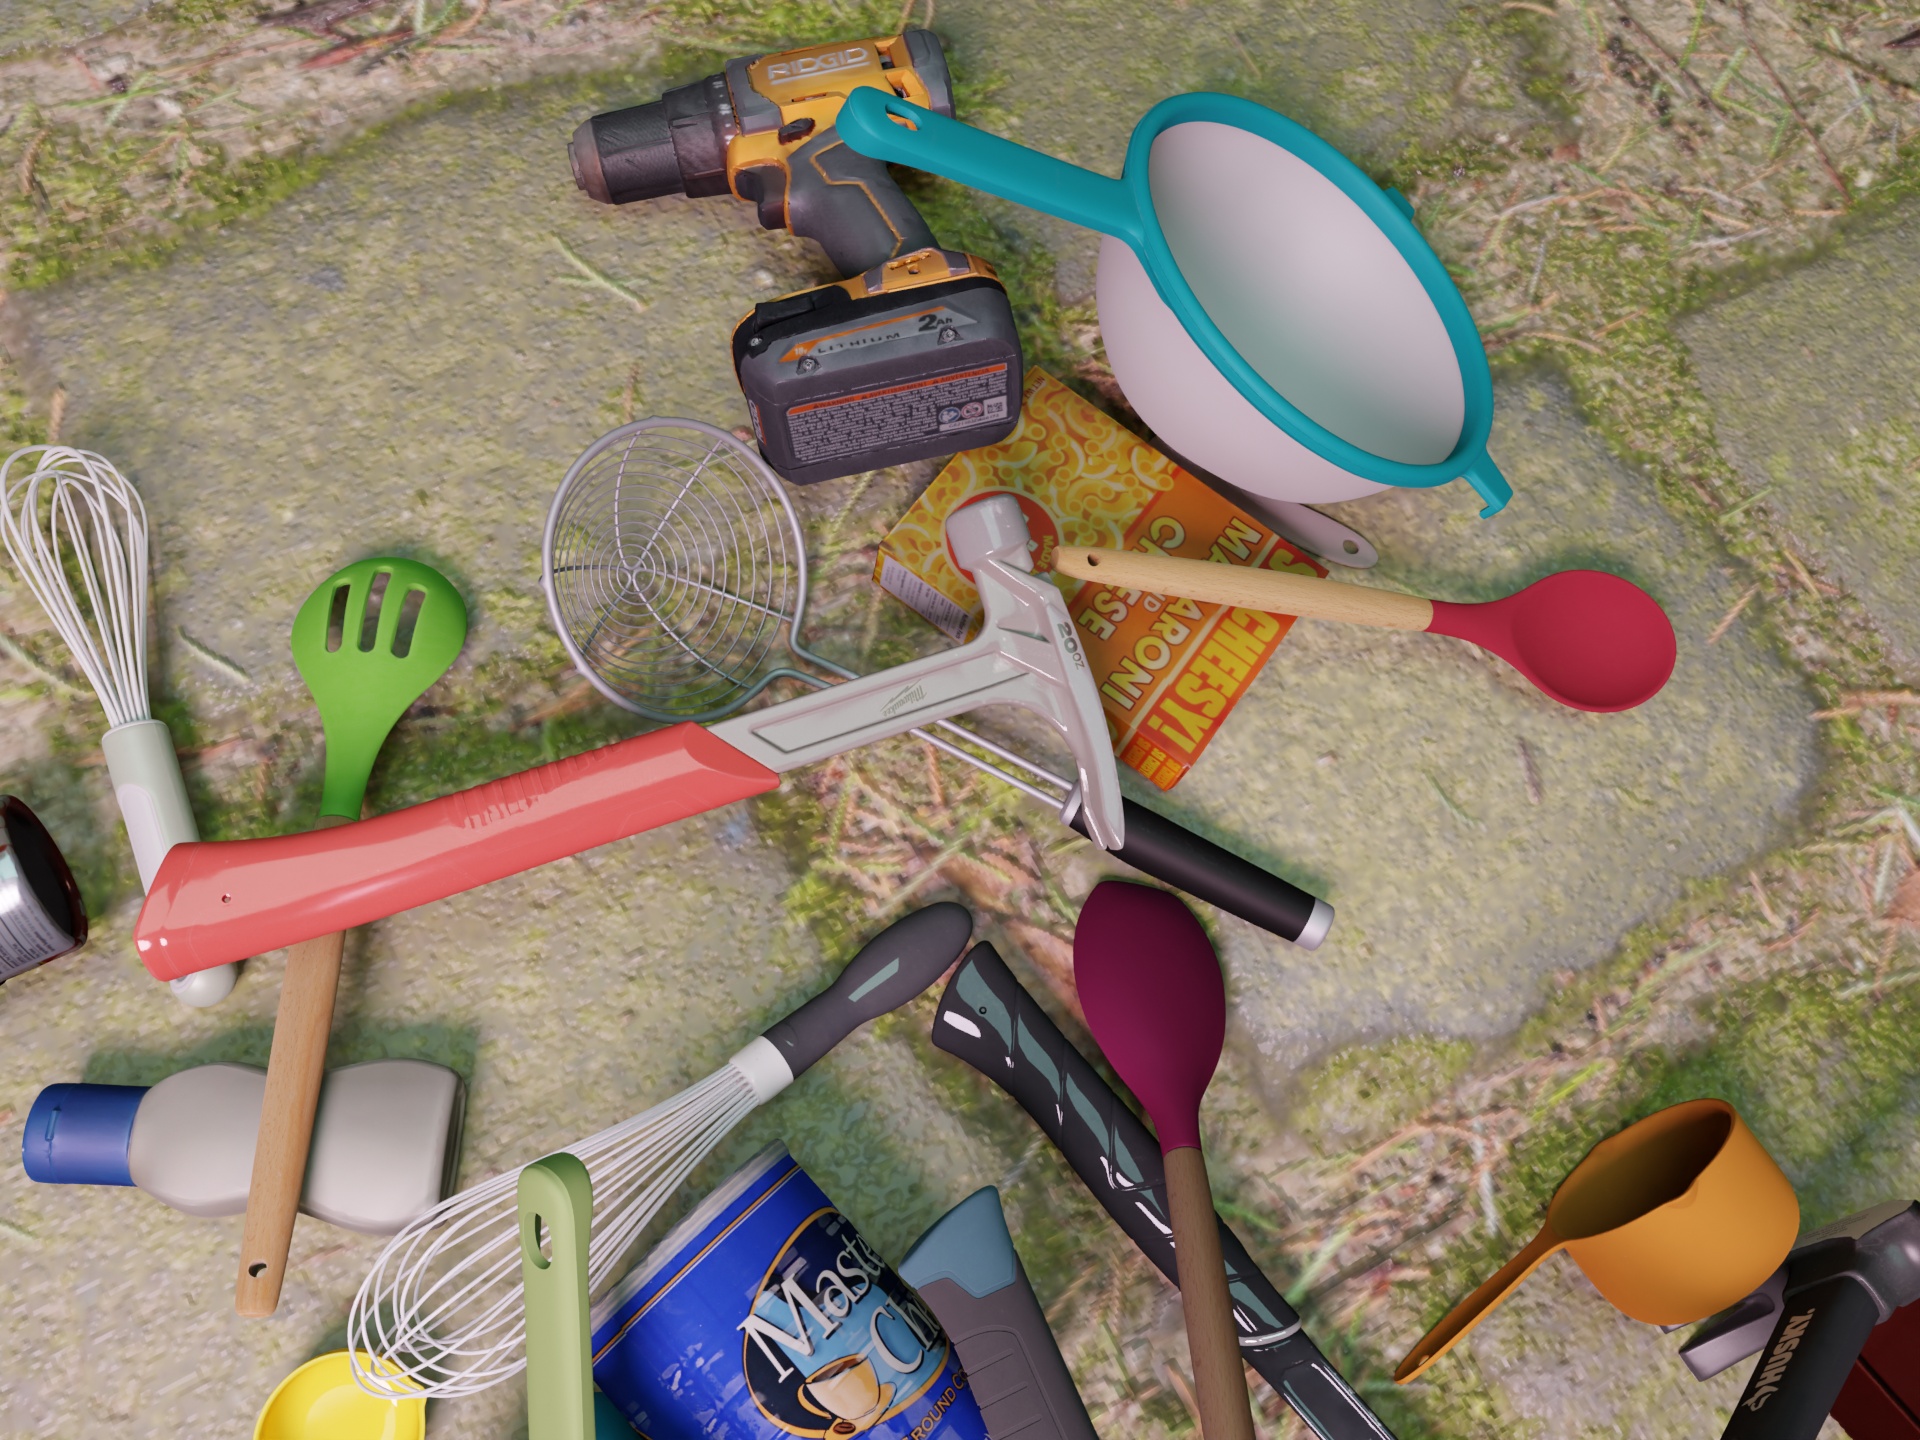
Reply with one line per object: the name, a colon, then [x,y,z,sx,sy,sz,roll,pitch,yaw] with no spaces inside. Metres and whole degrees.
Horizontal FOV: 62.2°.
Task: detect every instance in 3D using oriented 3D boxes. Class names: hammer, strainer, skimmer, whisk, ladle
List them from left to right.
whisk: [-0.335,-0.002,0.640,0.058,0.059,0.246,-27,78,23]
strainer: [-0.102,0.246,0.497,0.151,0.069,0.256,9,105,35]
hammer: [-0.118,0.033,0.602,0.359,0.037,0.149,-18,89,-13]
whisk: [-0.101,0.153,0.605,0.284,0.070,0.070,-35,78,-26]
skimmer: [-0.001,-0.002,0.662,0.363,0.090,0.127,27,68,2]
strainer: [0.083,-0.184,0.698,0.340,0.095,0.211,9,58,-31]
hammer: [0.061,0.304,0.483,0.128,0.033,0.331,-11,63,-33]
hammer: [0.134,0.246,0.610,0.149,0.036,0.409,-42,77,-2]
ladle: [0.185,-0.049,0.706,0.315,0.031,0.069,7,76,-21]
hammer: [0.249,0.247,0.514,0.334,0.146,0.035,-18,70,-47]

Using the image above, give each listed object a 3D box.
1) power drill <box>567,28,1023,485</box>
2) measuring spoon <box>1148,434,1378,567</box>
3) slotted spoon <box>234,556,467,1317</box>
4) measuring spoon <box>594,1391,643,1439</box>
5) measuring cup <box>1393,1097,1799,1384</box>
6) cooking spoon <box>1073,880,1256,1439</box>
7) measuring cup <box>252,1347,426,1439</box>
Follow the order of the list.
power drill: [-0.077,-0.218,0.726,0.185,0.084,0.226,-13,60,-4]
measuring spoon: [0.145,-0.106,0.759,0.124,0.018,0.034,26,69,1]
slotted spoon: [-0.241,0.063,0.612,0.070,0.031,0.314,3,62,-8]
measuring spoon: [-0.164,0.284,0.555,0.128,0.021,0.042,-26,91,-31]
measuring cup: [0.254,0.225,0.633,0.173,0.095,0.052,-40,85,0]
cooking spoon: [0.085,0.181,0.577,0.068,0.017,0.319,12,42,-15]
measuring cup: [-0.200,0.298,0.566,0.062,0.029,0.156,-24,87,-21]
